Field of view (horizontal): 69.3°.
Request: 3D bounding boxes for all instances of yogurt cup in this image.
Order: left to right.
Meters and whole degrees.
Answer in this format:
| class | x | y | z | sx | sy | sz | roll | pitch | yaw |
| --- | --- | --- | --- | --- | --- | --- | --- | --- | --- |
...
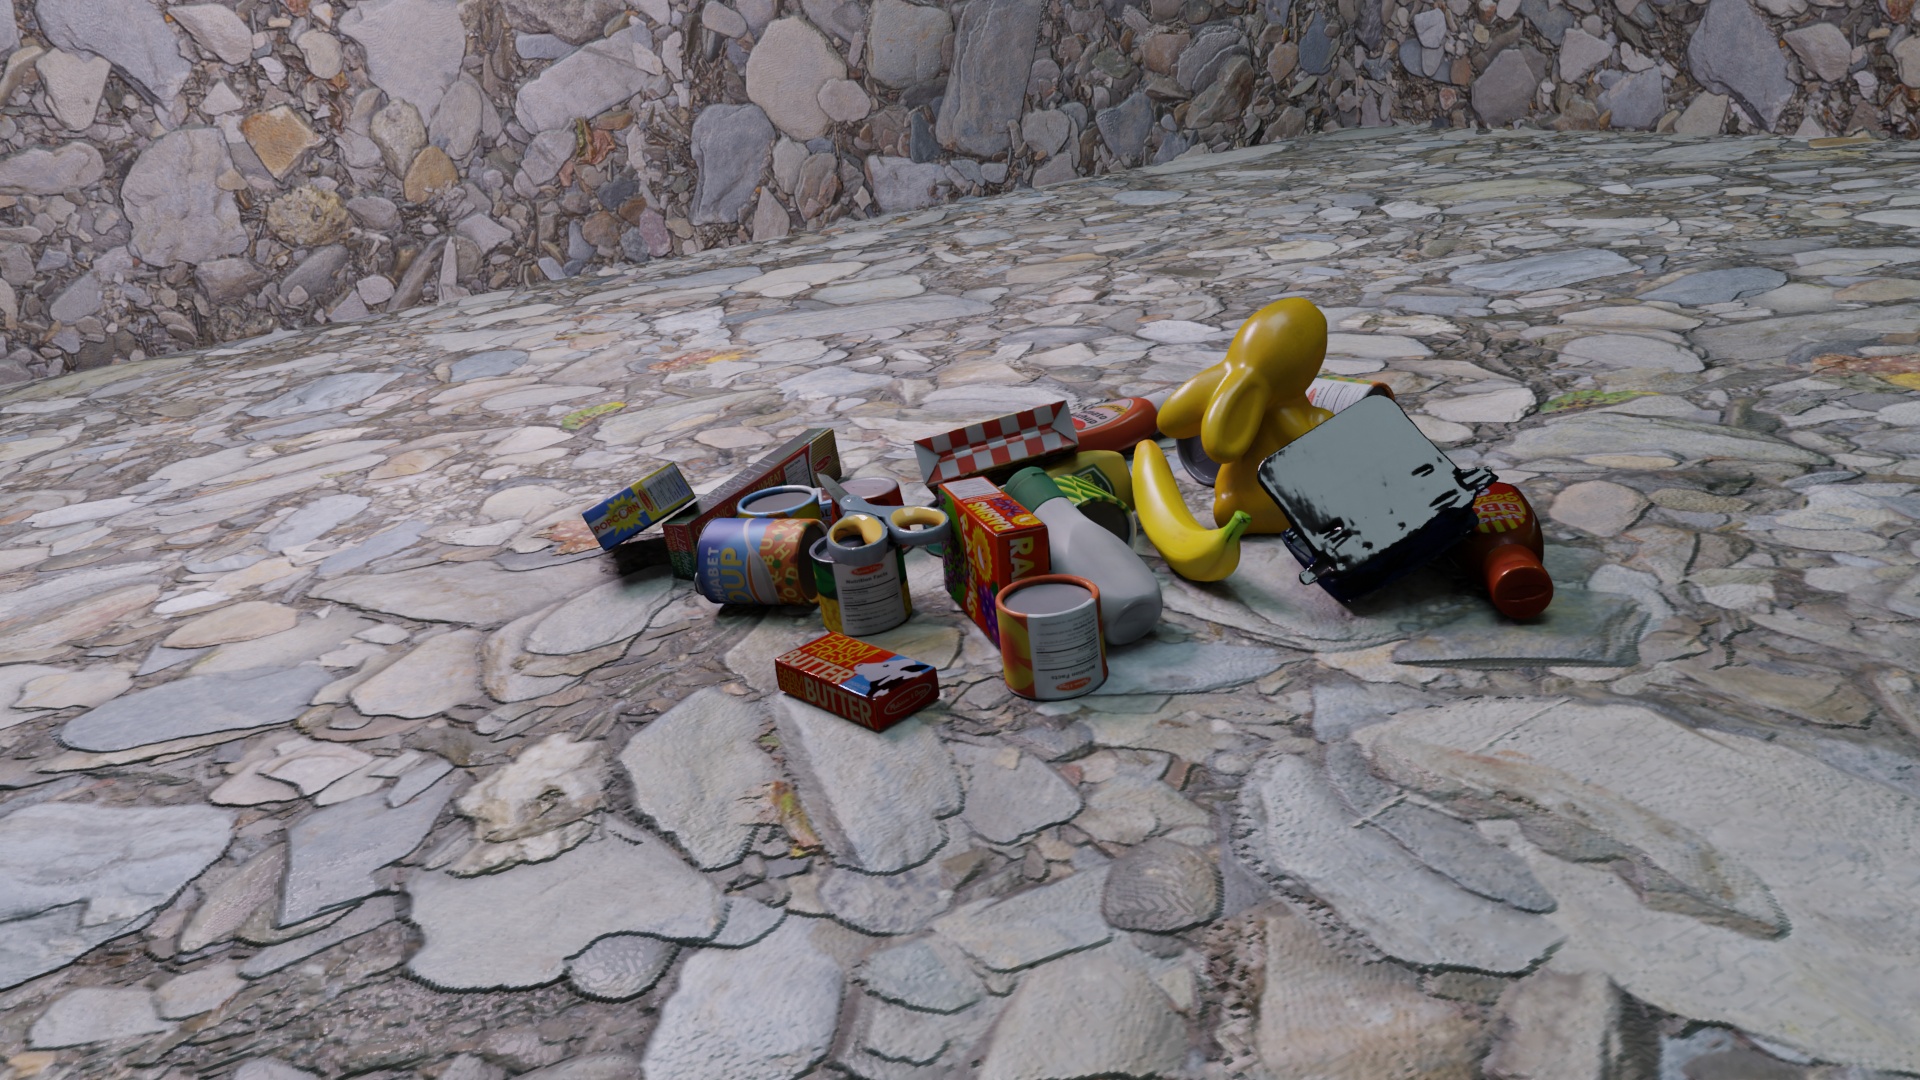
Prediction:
| class | x | y | z | sx | sy | sz | roll | pitch | yaw |
| --- | --- | --- | --- | --- | --- | --- | --- | --- | --- |
| yogurt cup | -0.074 | -0.018 | 1.124 | 0.072 | 0.053 | 0.072 | -6 | 20 | 2 |

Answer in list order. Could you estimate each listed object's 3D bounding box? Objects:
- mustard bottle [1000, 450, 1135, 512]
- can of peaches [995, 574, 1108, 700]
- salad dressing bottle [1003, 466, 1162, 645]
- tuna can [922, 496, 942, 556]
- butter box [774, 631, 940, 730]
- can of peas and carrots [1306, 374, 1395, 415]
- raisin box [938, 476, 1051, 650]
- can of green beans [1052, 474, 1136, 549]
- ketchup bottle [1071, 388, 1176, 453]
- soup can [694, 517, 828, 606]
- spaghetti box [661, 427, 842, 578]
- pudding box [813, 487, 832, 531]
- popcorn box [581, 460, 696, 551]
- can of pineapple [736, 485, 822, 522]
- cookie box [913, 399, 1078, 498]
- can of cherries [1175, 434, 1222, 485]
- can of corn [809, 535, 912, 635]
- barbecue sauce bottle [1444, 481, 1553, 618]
| class | x | y | z | sx | sy | sz | roll | pitch | yaw |
| --- | --- | --- | --- | --- | --- | --- | --- | --- | --- |
| mustard bottle | 0.059 | -0.021 | 1.076 | 0.161 | 0.065 | 0.049 | -22 | 10 | -22 |
| can of peaches | 0.056 | 0.059 | 0.872 | 0.071 | 0.057 | 0.071 | -7 | 21 | 3 |
| salad dressing bottle | 0.079 | 0.007 | 0.942 | 0.064 | 0.043 | 0.148 | -8 | 42 | -30 |
| tuna can | 0.004 | -0.014 | 1.114 | 0.071 | 0.032 | 0.071 | -7 | 21 | 3 |
| butter box | -0.067 | 0.088 | 0.886 | 0.053 | 0.024 | 0.103 | -25 | 27 | -39 |
| can of peas and carrots | 0.335 | -0.107 | 1.198 | 0.071 | 0.070 | 0.059 | -24 | 27 | -37 |
| raisin box | 0.023 | 0.014 | 0.960 | 0.040 | 0.085 | 0.123 | -9 | 20 | -16 |
| can of green beans | 0.088 | -0.010 | 1.028 | 0.071 | 0.071 | 0.058 | -14 | 22 | -17 |
| ketchup bottle | 0.144 | -0.105 | 1.290 | 0.149 | 0.043 | 0.065 | -20 | 24 | -31 |
| soup can | -0.147 | 0.017 | 1.041 | 0.084 | 0.071 | 0.072 | 1 | 22 | 21 |
| spaghetti box | -0.176 | -0.038 | 1.216 | 0.028 | 0.050 | 0.251 | 0 | 22 | 25 |
| pudding box | -0.119 | -0.025 | 1.191 | 0.084 | 0.030 | 0.050 | -9 | 20 | -5 |
| popcorn box | -0.268 | -0.030 | 1.165 | 0.085 | 0.038 | 0.126 | -32 | 8 | -8 |
| can of pineapple | -0.143 | -0.006 | 1.111 | 0.071 | 0.057 | 0.071 | -7 | 21 | 3 |
| cookie box | 0.030 | -0.070 | 1.140 | 0.123 | 0.040 | 0.167 | -15 | -3 | 1 |
| can of cherries | 0.225 | -0.088 | 1.177 | 0.058 | 0.071 | 0.071 | -20 | 24 | -29 |
| can of corn | -0.071 | 0.028 | 0.997 | 0.071 | 0.058 | 0.071 | -7 | 21 | 3 |
| barbecue sauce bottle | 0.358 | 0.005 | 0.925 | 0.065 | 0.043 | 0.149 | -10 | 20 | 12 |
